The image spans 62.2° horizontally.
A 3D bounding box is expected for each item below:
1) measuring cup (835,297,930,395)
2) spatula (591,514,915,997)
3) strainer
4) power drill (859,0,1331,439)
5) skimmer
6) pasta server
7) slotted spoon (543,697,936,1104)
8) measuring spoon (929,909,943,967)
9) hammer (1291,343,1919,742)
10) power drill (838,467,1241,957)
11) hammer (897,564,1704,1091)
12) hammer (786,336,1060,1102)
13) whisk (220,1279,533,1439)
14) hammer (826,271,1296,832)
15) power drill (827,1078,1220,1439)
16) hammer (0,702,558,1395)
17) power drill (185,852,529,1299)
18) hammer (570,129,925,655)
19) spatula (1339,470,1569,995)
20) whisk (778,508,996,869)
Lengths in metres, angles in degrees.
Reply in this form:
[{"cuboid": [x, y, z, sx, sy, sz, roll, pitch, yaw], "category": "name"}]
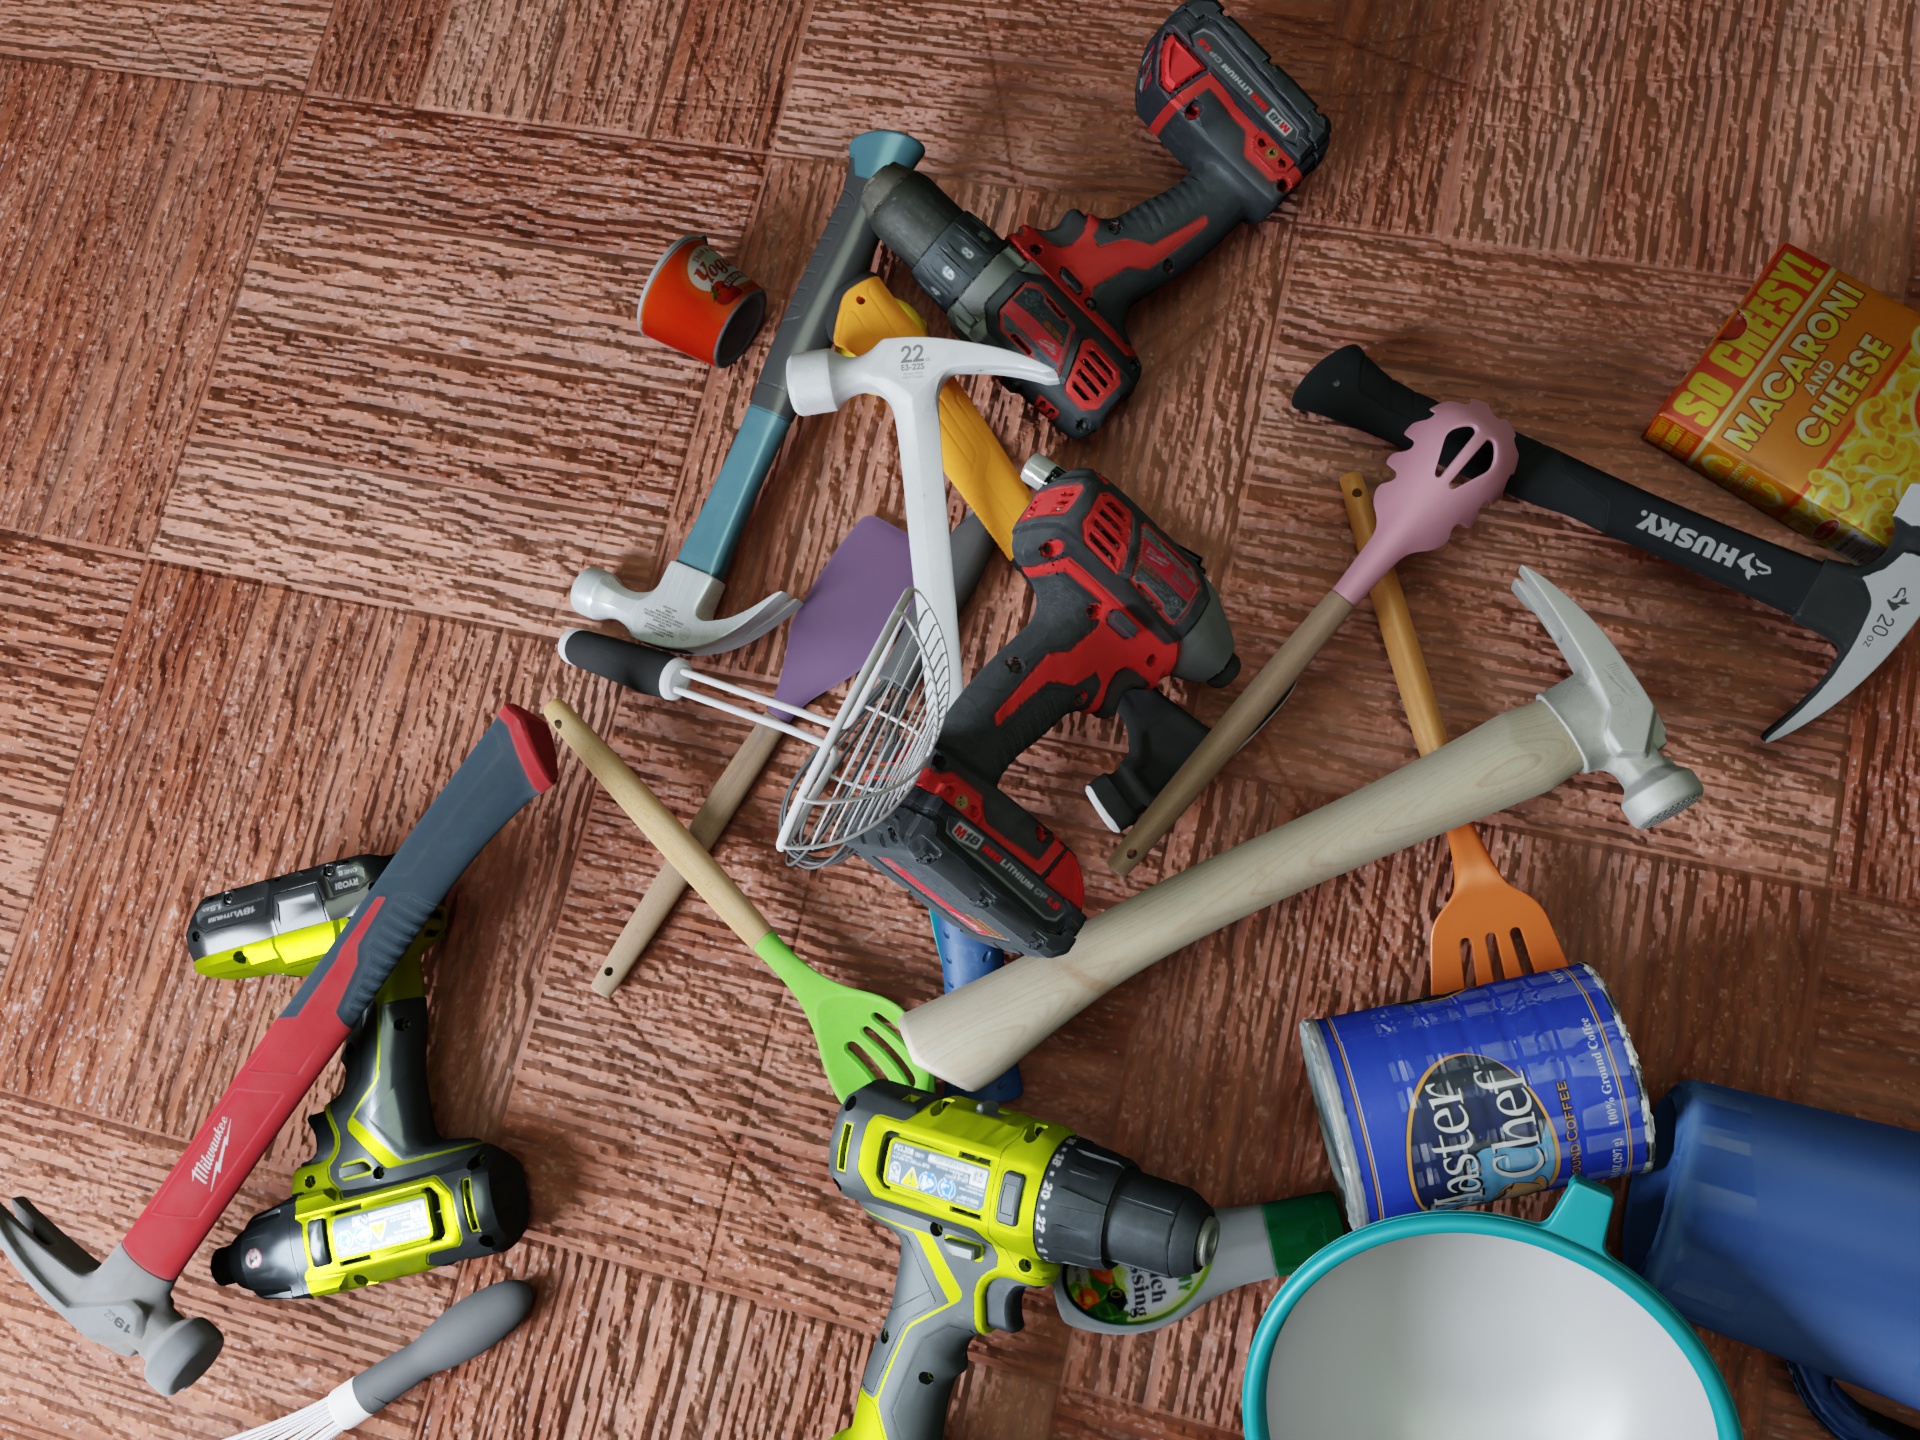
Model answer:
[{"cuboid": [-0.018, -0.189, 0.935, 0.062, 0.029, 0.157, -38, 72, -1], "category": "measuring cup"}, {"cuboid": [-0.117, 0.021, 0.910, 0.060, 0.018, 0.316, 31, 83, 13], "category": "spatula"}, {"cuboid": [0.190, 0.339, 0.761, 0.340, 0.095, 0.211, -25, 87, 23], "category": "strainer"}, {"cuboid": [0.074, -0.297, 0.900, 0.188, 0.080, 0.226, 43, 89, -6], "category": "power drill"}, {"cuboid": [-0.131, -0.024, 0.789, 0.363, 0.090, 0.127, 16, 77, 48], "category": "skimmer"}, {"cuboid": [0.182, -0.042, 0.836, 0.060, 0.040, 0.316, 40, 93, 4], "category": "pasta server"}, {"cuboid": [-0.124, 0.100, 0.872, 0.314, 0.031, 0.070, 46, 116, 11], "category": "slotted spoon"}, {"cuboid": [-0.008, 0.101, 0.879, 0.042, 0.021, 0.129, -16, 84, 4], "category": "measuring spoon"}, {"cuboid": [0.332, -0.115, 0.849, 0.335, 0.035, 0.146, 29, 104, 19], "category": "hammer"}, {"cuboid": [0.051, 0.000, 0.788, 0.143, 0.078, 0.220, 40, 72, -25], "category": "power drill"}, {"cuboid": [0.155, 0.066, 0.808, 0.410, 0.038, 0.146, -26, 69, -1], "category": "hammer"}, {"cuboid": [-0.001, -0.003, 0.843, 0.144, 0.035, 0.405, -6, 89, 9], "category": "hammer"}, {"cuboid": [-0.352, 0.383, 0.849, 0.284, 0.070, 0.070, -31, 75, -4], "category": "whisk"}, {"cuboid": [0.040, -0.110, 0.875, 0.127, 0.034, 0.337, -35, 86, 0], "category": "hammer"}, {"cuboid": [0.016, 0.302, 0.761, 0.191, 0.080, 0.228, 10, 88, 27], "category": "power drill"}, {"cuboid": [-0.346, 0.147, 0.828, 0.143, 0.038, 0.386, 35, 89, 11], "category": "hammer"}, {"cuboid": [-0.344, 0.198, 0.877, 0.171, 0.080, 0.223, -15, 78, 5], "category": "power drill"}, {"cuboid": [-0.106, -0.191, 0.927, 0.128, 0.033, 0.331, 24, 89, 18], "category": "hammer"}, {"cuboid": [0.252, 0.015, 0.853, 0.081, 0.041, 0.323, -14, 71, 6], "category": "spatula"}, {"cuboid": [-0.036, -0.022, 0.894, 0.055, 0.055, 0.239, 25, 79, 13], "category": "whisk"}]
